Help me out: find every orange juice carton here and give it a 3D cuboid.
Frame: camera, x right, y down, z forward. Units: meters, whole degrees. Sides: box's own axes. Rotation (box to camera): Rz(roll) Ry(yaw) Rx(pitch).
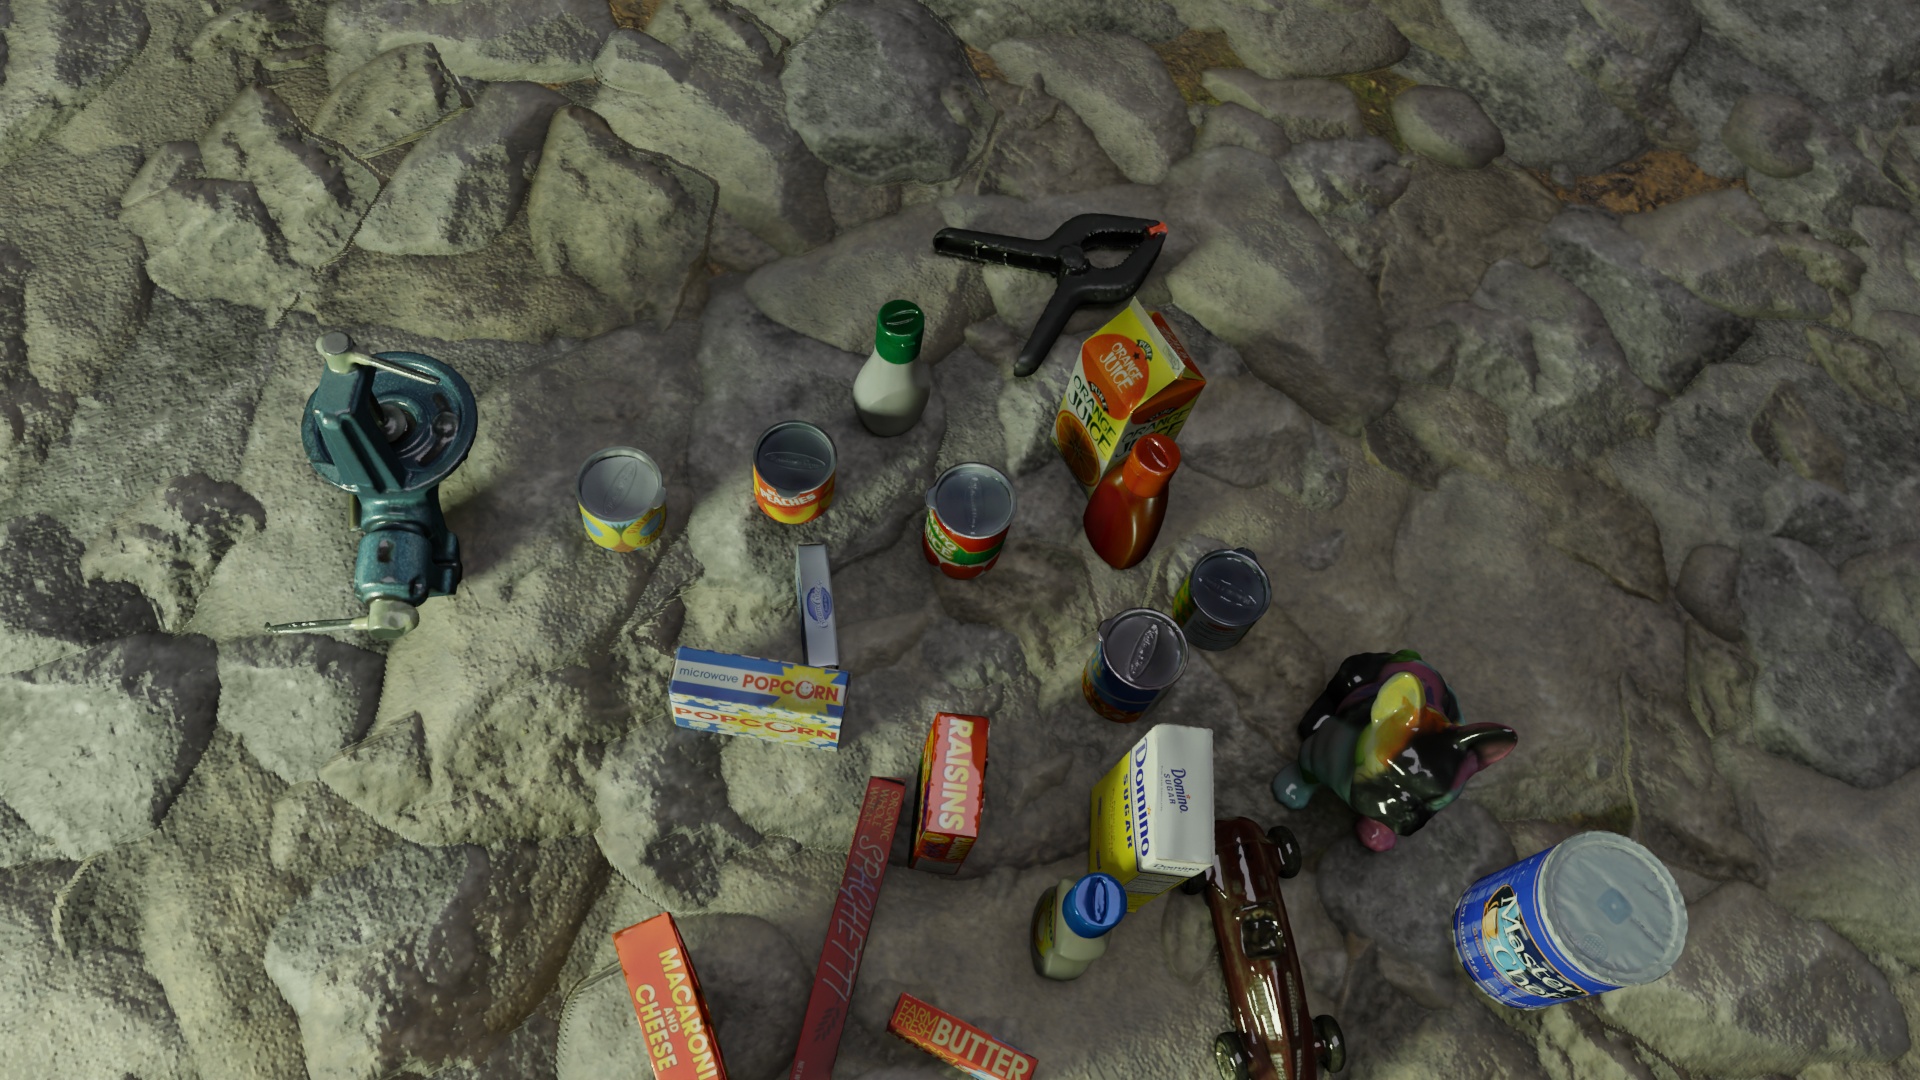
[{"bbox_3d":[0.135,-0.114,1.109,0.073,0.191,0.072,-24,70,-18],"label":"orange juice carton"}]

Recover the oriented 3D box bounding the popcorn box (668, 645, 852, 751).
[{"bbox_3d":[-0.147,0.117,1.018,0.127,0.085,0.038,9,64,-3],"label":"popcorn box"}]

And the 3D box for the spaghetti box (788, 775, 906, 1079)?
[{"bbox_3d":[-0.082,0.287,0.965,0.029,0.050,0.251,15,63,-1],"label":"spaghetti box"}]

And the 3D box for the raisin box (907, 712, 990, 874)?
[{"bbox_3d":[-0.009,0.181,0.985,0.040,0.123,0.086,9,64,-4],"label":"raisin box"}]

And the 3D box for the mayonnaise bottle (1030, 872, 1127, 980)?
[{"bbox_3d":[0.079,0.258,0.946,0.041,0.147,0.065,6,64,-5],"label":"mayonnaise bottle"}]

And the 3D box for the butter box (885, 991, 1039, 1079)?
[{"bbox_3d":[-0.001,0.344,0.947,0.103,0.053,0.024,25,64,4],"label":"butter box"}]

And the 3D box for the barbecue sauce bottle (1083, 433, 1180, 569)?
[{"bbox_3d":[0.137,-0.033,1.095,0.044,0.148,0.065,-25,71,-18],"label":"barbecue sauce bottle"}]

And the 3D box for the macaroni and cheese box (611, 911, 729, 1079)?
[{"bbox_3d":[-0.175,0.311,0.875,0.040,0.165,0.124,-18,68,-16],"label":"macaroni and cheese box"}]

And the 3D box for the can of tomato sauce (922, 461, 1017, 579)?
[{"bbox_3d":[0.004,-0.014,1.103,0.071,0.082,0.071,3,64,-6],"label":"can of tomato sauce"}]

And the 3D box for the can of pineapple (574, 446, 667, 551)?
[{"bbox_3d":[-0.264,-0.031,1.088,0.071,0.057,0.071,3,64,-6],"label":"can of pineapple"}]

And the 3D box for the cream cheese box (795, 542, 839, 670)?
[{"bbox_3d":[-0.111,0.059,1.069,0.024,0.053,0.104,-4,65,-10],"label":"cream cheese box"}]

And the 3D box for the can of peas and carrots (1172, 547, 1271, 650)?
[{"bbox_3d":[0.210,0.046,1.117,0.071,0.058,0.071,3,64,-6],"label":"can of peas and carrots"}]

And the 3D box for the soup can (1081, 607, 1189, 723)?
[{"bbox_3d":[0.130,0.096,1.068,0.071,0.083,0.071,3,64,-6],"label":"soup can"}]

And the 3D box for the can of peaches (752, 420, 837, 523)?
[{"bbox_3d":[-0.134,-0.052,1.117,0.071,0.057,0.071,3,64,-6],"label":"can of peaches"}]

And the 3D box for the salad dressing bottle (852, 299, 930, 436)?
[{"bbox_3d":[-0.053,-0.138,1.120,0.064,0.147,0.044,-17,68,-15],"label":"salad dressing bottle"}]
